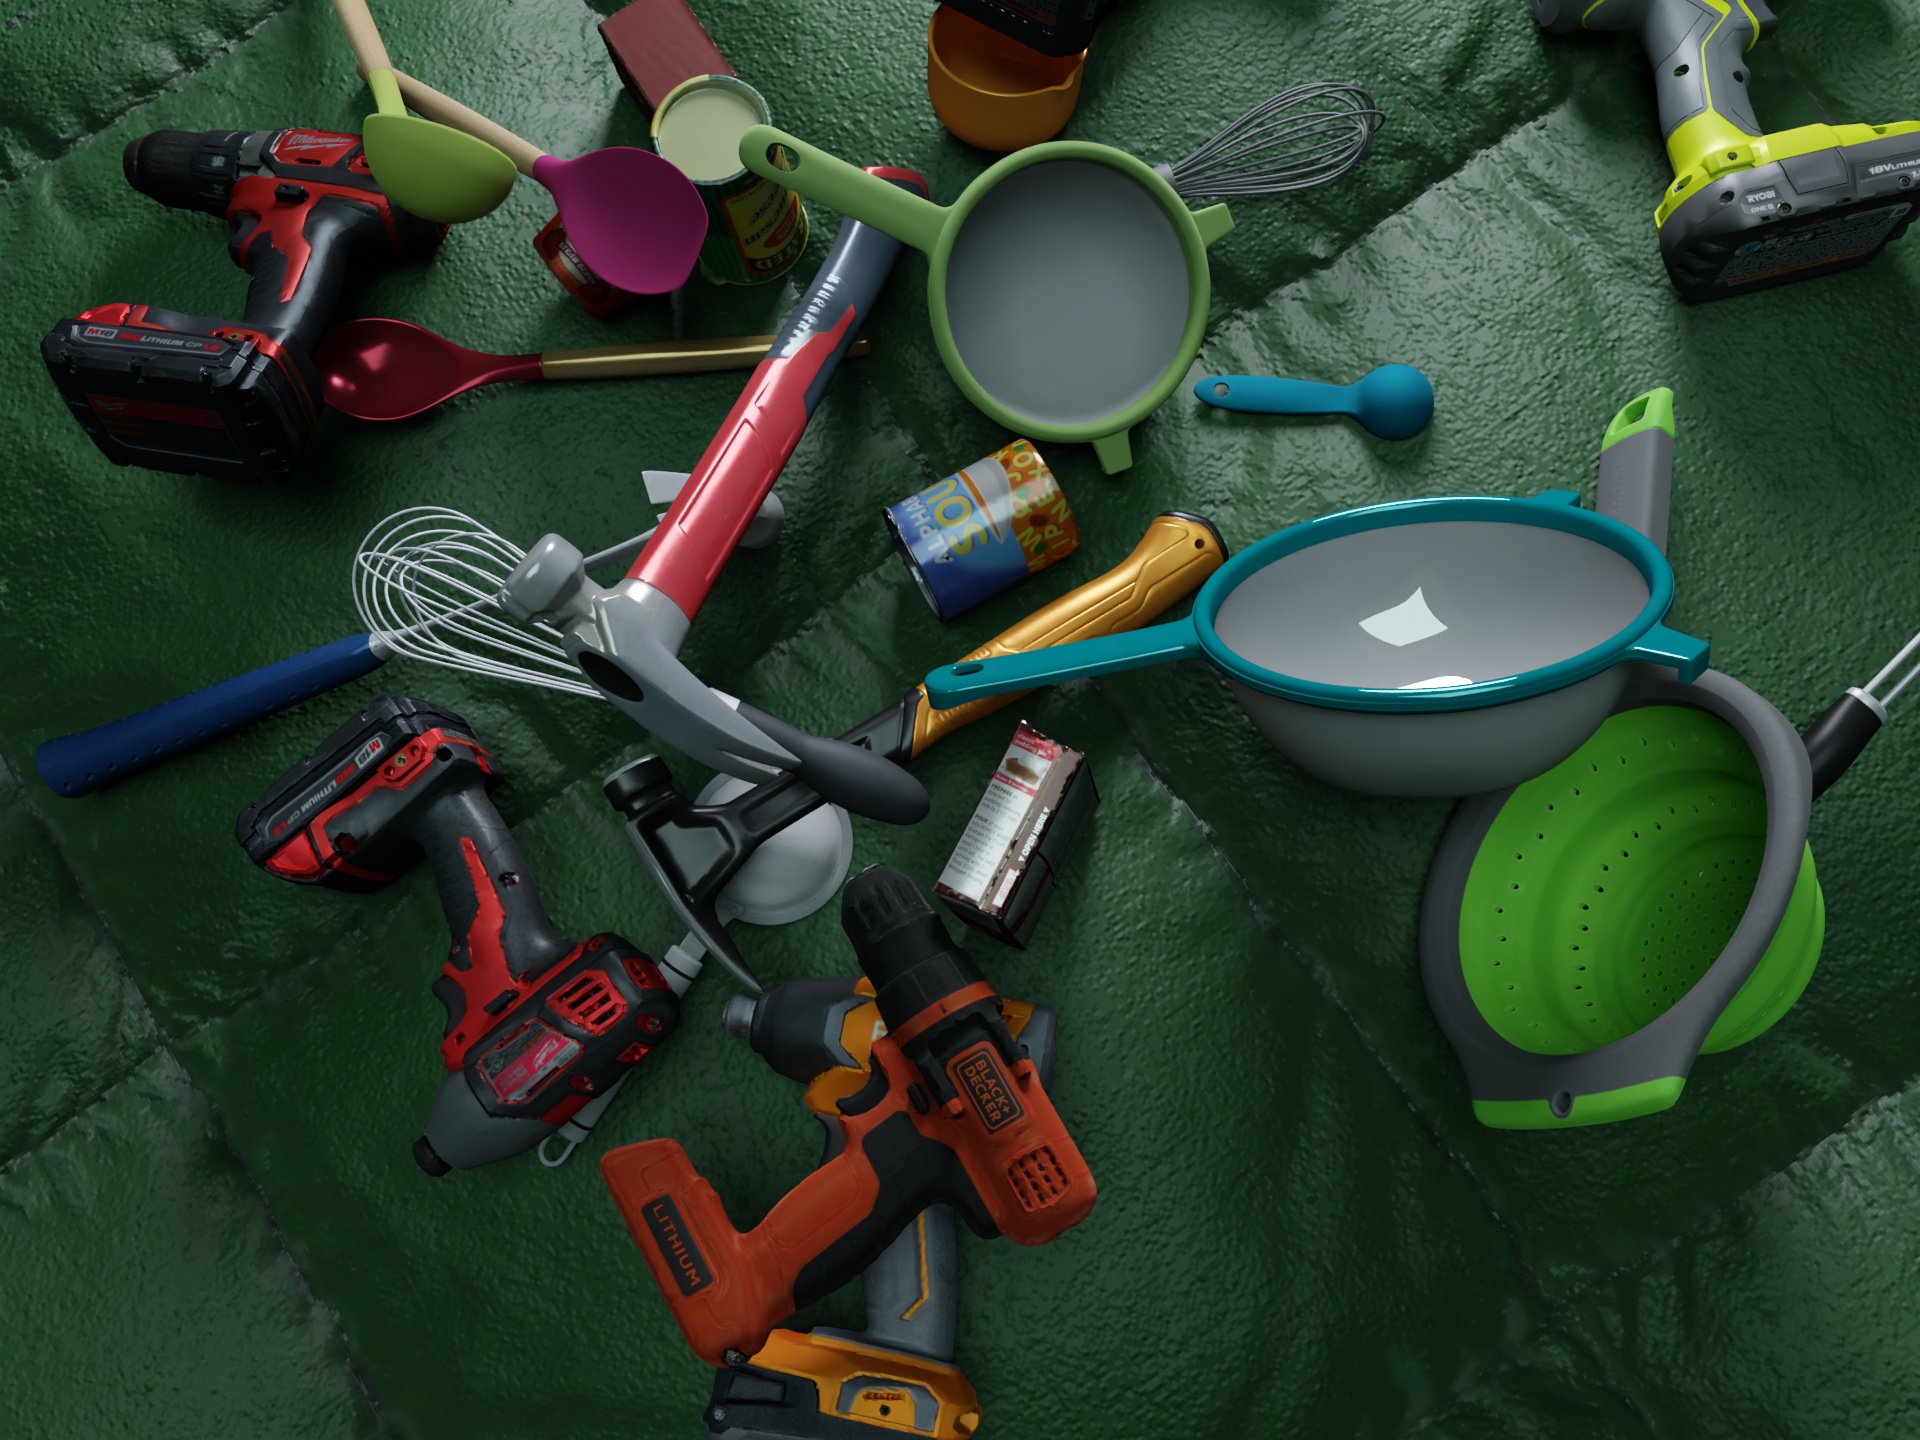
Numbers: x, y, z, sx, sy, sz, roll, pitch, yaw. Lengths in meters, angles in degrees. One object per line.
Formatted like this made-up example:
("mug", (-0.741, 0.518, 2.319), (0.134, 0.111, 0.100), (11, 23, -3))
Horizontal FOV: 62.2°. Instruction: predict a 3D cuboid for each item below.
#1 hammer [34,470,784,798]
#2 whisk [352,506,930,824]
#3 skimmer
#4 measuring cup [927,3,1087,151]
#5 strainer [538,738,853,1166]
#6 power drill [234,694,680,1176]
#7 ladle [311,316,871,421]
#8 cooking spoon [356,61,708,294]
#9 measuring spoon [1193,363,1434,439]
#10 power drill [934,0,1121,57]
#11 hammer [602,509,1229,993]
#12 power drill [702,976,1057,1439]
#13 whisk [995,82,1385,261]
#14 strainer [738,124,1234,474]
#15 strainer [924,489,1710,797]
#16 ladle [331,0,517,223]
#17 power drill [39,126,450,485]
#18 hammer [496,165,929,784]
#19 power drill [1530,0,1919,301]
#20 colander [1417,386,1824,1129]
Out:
("hammer", (-0.292, -0.043, 0.820), (0.405, 0.144, 0.035), (-20, 91, 7))
("whisk", (-0.143, -0.015, 0.733), (0.284, 0.070, 0.070), (25, 80, -8))
("skimmer", (0.484, -0.052, 0.797), (0.127, 0.090, 0.363), (43, 94, 1))
("measuring cup", (0.055, -0.385, 0.900), (0.173, 0.052, 0.095), (-39, 72, -21))
("strainer", (-0.135, 0.117, 0.807), (0.087, 0.050, 0.258), (34, 85, -4))
("power drill", (-0.251, 0.108, 0.785), (0.143, 0.078, 0.220), (-40, 73, 1))
("ladle", (-0.207, -0.201, 0.889), (0.315, 0.031, 0.069), (-3, 68, 2))
("cooking spoon", (-0.243, -0.311, 0.870), (0.319, 0.017, 0.068), (35, 107, 30))
("measuring spoon", (0.190, -0.176, 0.852), (0.128, 0.021, 0.042), (4, 78, 4))
("power drill", (0.091, -0.453, 0.868), (0.185, 0.084, 0.226), (31, 58, 11))
("hammer", (-0.001, -0.003, 0.795), (0.337, 0.034, 0.127), (-32, 86, -13))
("power drill", (-0.051, 0.234, 0.753), (0.164, 0.084, 0.227), (9, 74, 7))
("whisk", (0.115, -0.294, 0.873), (0.239, 0.055, 0.055), (-18, 77, 5))
("strainer", (0.004, -0.243, 0.831), (0.256, 0.069, 0.151), (21, 96, -14))
("strainer", (0.157, -0.013, 0.755), (0.340, 0.211, 0.095), (-10, 118, 8))
("ladle", (-0.323, -0.382, 0.888), (0.062, 0.078, 0.320), (-46, 55, 24))
("power drill", (-0.400, -0.242, 0.862), (0.188, 0.080, 0.227), (9, 56, 6))
("hammer", (-0.076, -0.147, 0.779), (0.143, 0.038, 0.387), (40, 48, -21))
("power drill", (0.428, -0.354, 0.846), (0.190, 0.080, 0.229), (-13, 74, 2))
("colander", (0.336, 0.015, 0.757), (0.094, 0.204, 0.397), (28, 61, -20))
